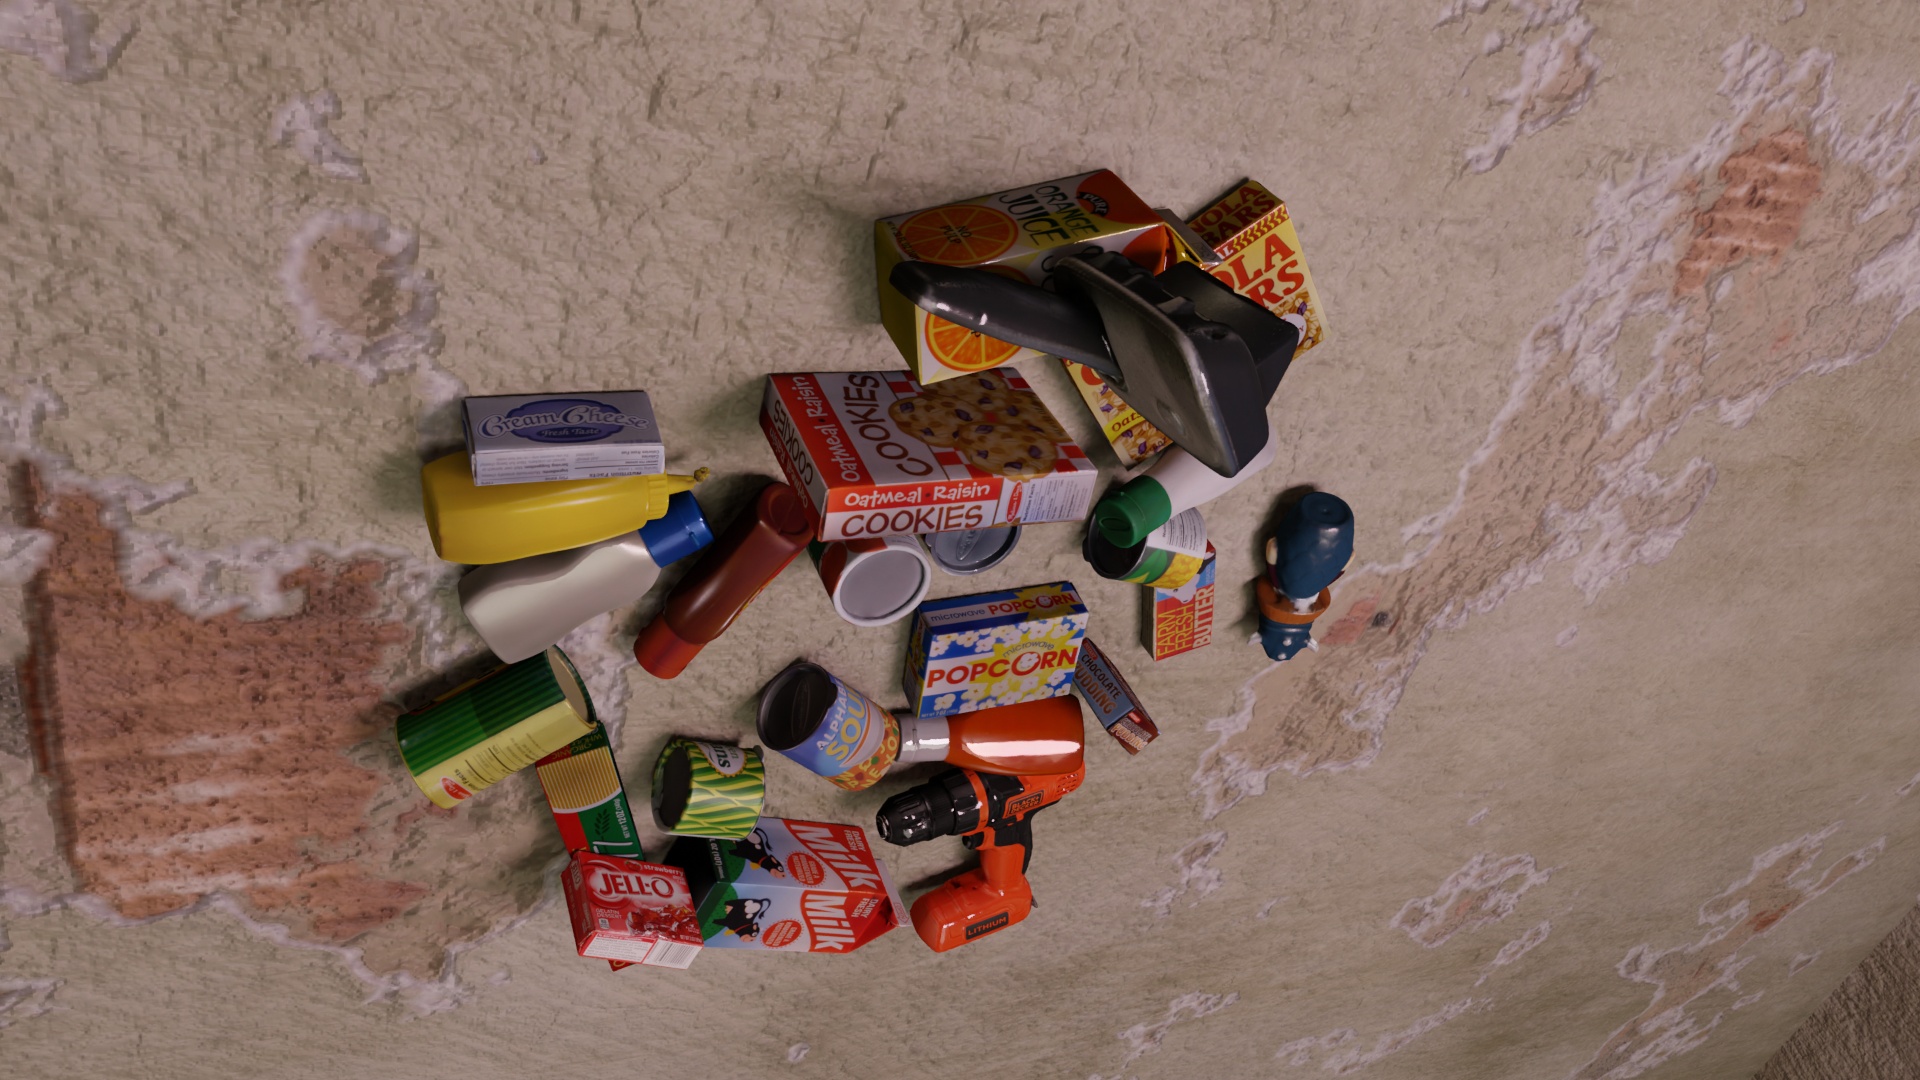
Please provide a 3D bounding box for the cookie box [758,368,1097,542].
[{"bbox_3d":[-0.022,-0.054,0.828,0.168,0.123,0.040,-5,128,-23],"label":"cookie box"}]

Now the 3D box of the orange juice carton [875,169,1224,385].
[{"bbox_3d":[0.053,-0.160,0.814,0.193,0.072,0.072,-16,133,-14],"label":"orange juice carton"}]

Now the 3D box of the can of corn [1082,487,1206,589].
[{"bbox_3d":[0.131,0.000,0.993,0.058,0.071,0.071,11,121,-34],"label":"can of corn"}]

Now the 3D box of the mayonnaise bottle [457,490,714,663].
[{"bbox_3d":[-0.224,0.018,0.844,0.148,0.041,0.064,-27,134,-6],"label":"mayonnaise bottle"}]

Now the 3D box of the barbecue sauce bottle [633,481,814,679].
[{"bbox_3d":[-0.152,0.029,0.878,0.043,0.065,0.148,39,115,-14],"label":"barbecue sauce bottle"}]

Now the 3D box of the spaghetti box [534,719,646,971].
[{"bbox_3d":[-0.257,0.228,1.010,0.050,0.029,0.248,-16,132,-14],"label":"spaghetti box"}]

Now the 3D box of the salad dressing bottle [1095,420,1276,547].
[{"bbox_3d":[0.153,-0.043,0.944,0.148,0.064,0.044,-31,113,-32],"label":"salad dressing bottle"}]

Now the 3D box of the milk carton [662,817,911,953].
[{"bbox_3d":[-0.127,0.268,1.078,0.191,0.072,0.073,14,120,-35],"label":"milk carton"}]

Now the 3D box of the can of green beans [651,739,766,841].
[{"bbox_3d":[-0.178,0.176,0.980,0.058,0.071,0.071,15,119,-34],"label":"can of green beans"}]

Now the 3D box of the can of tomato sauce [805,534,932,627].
[{"bbox_3d":[-0.064,0.006,0.885,0.071,0.083,0.070,-14,131,-16],"label":"can of tomato sauce"}]

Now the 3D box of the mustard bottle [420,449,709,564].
[{"bbox_3d":[-0.220,-0.025,0.795,0.161,0.065,0.048,-8,133,-26],"label":"mustard bottle"}]

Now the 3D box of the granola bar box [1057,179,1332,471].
[{"bbox_3d":[0.148,-0.137,0.904,0.165,0.039,0.123,-34,135,3],"label":"granola bar box"}]

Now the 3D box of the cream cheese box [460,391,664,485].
[{"bbox_3d":[-0.221,-0.058,0.773,0.104,0.053,0.024,-5,131,-23],"label":"cream cheese box"}]

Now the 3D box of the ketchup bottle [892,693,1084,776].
[{"bbox_3d":[0.021,0.149,1.066,0.149,0.065,0.043,1,170,-20],"label":"ketchup bottle"}]

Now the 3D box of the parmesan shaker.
[{"bbox_3d":[-0.290,0.115,0.875,0.103,0.071,0.071,-28,134,-4],"label":"parmesan shaker"}]

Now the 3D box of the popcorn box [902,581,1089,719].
[{"bbox_3d":[0.025,0.081,1.023,0.127,0.038,0.084,-7,129,-22],"label":"popcorn box"}]

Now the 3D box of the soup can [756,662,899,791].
[{"bbox_3d":[-0.091,0.133,0.986,0.071,0.071,0.083,-41,134,9],"label":"soup can"}]

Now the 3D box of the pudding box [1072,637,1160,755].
[{"bbox_3d":[0.115,0.120,1.070,0.030,0.084,0.049,-38,133,6],"label":"pudding box"}]

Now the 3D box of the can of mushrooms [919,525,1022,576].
[{"bbox_3d":[0.003,-0.012,0.939,0.071,0.033,0.070,-14,133,-16],"label":"can of mushrooms"}]

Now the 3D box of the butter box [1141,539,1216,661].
[{"bbox_3d":[0.168,0.045,1.077,0.053,0.024,0.103,-17,132,-12],"label":"butter box"}]
